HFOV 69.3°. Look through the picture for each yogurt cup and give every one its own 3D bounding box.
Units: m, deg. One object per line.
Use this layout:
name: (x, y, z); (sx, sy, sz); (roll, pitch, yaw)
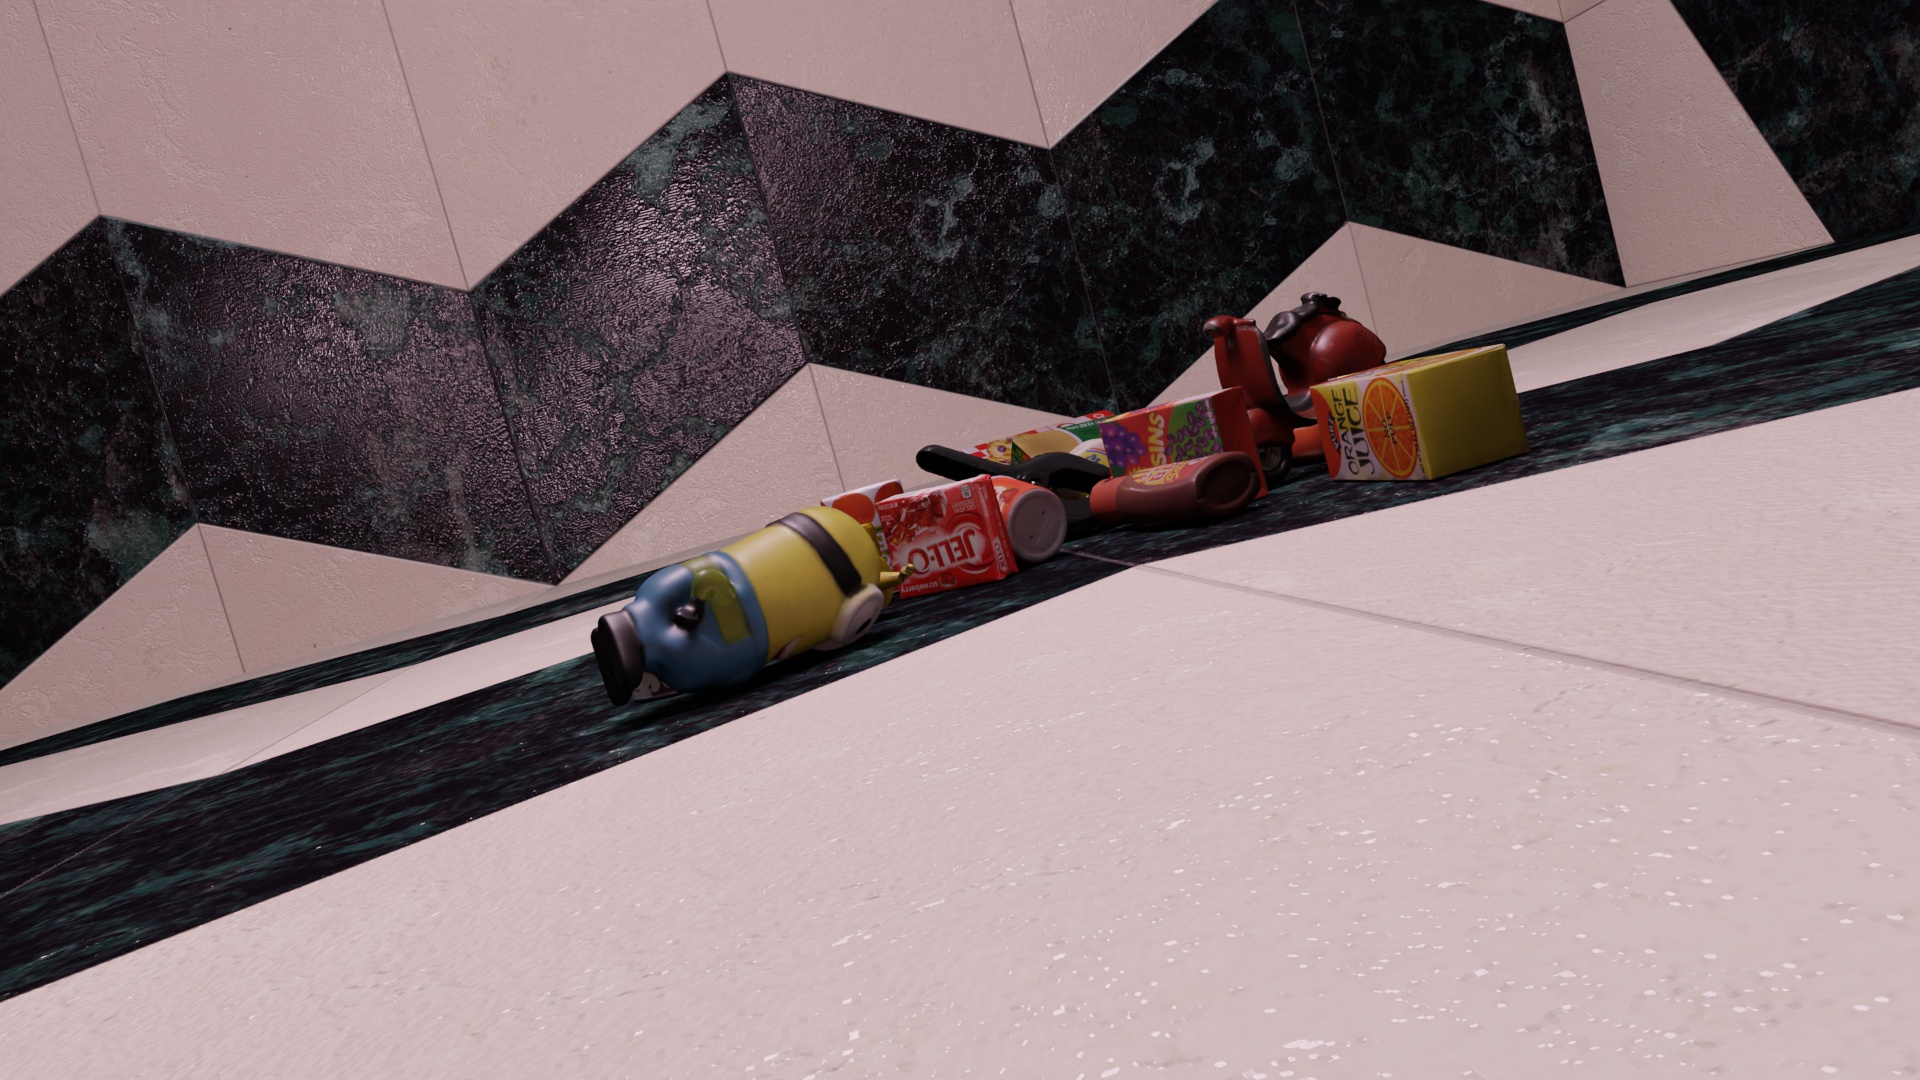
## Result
yogurt cup: (0.041, -0.013, 1.015); (0.072, 0.072, 0.054); (-18, 13, -30)

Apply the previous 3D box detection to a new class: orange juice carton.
orange juice carton: (0.302, -0.084, 0.960); (0.073, 0.071, 0.192); (-16, 5, -8)

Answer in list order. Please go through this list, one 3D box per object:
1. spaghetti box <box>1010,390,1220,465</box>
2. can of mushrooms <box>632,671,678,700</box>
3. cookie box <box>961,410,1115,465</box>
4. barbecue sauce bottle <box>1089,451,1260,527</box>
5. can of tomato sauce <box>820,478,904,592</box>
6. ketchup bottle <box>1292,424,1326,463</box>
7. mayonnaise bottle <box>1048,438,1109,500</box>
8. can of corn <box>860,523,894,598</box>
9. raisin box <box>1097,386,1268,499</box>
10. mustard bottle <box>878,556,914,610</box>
spaghetti box: (0.167, -0.096, 1.256); (0.251, 0.028, 0.050); (-14, 34, -21)
can of mushrooms: (-0.173, 0.073, 0.864); (0.071, 0.033, 0.071); (-16, 4, 1)
cookie box: (0.103, -0.067, 1.279); (0.168, 0.040, 0.123); (-17, 32, -26)
barbecue sauce bottle: (0.150, -0.034, 1.022); (0.065, 0.043, 0.148); (-25, 8, -27)
can of tomato sauce: (-0.066, -0.001, 1.085); (0.071, 0.083, 0.071); (-16, 4, 1)
ketchup bottle: (0.318, -0.092, 1.174); (0.065, 0.043, 0.148); (-21, 7, -25)
mayonnaise bottle: (0.109, -0.054, 1.179); (0.148, 0.065, 0.041); (-25, -2, -21)
can of corn: (-0.088, 0.024, 1.021); (0.071, 0.058, 0.071); (-15, 4, 1)
raisin box: (0.169, -0.065, 1.068); (0.040, 0.086, 0.123); (-21, 7, -37)
mustard bottle: (-0.096, 0.036, 0.951); (0.160, 0.048, 0.065); (-11, 17, 33)
